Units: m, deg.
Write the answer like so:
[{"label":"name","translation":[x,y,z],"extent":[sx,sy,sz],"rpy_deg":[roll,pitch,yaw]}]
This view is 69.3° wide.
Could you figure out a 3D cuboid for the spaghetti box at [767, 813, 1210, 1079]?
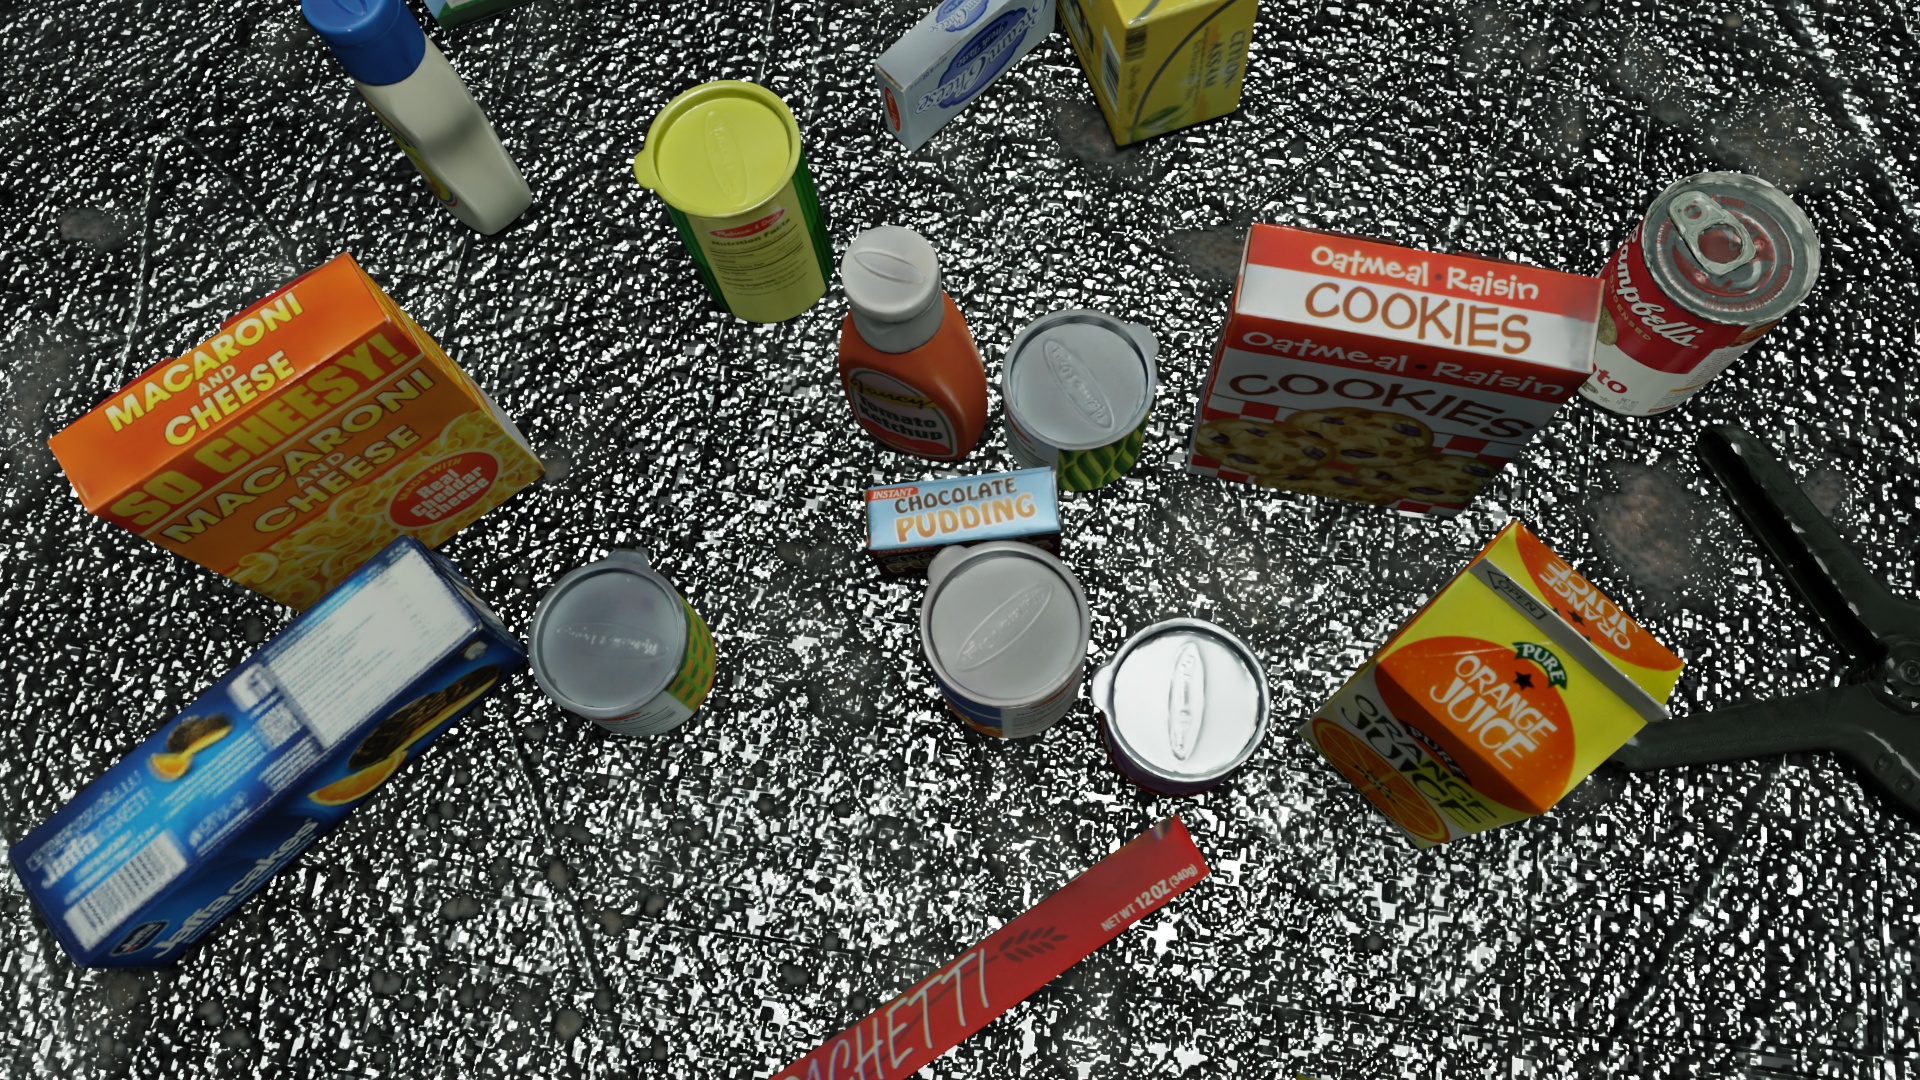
[{"label":"spaghetti box","translation":[-0.013,0.188,0.547],"extent":[0.250,0.050,0.029],"rpy_deg":[-32,74,-7]}]

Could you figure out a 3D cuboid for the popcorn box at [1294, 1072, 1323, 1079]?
[{"label":"popcorn box","translation":[0.185,0.236,0.503],"extent":[0.127,0.085,0.038],"rpy_deg":[18,75,8]}]

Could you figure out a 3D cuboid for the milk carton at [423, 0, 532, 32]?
[{"label":"milk carton","translation":[-0.256,-0.337,0.651],"extent":[0.073,0.190,0.072],"rpy_deg":[-22,73,-3]}]

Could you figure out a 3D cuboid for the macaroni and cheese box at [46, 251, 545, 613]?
[{"label":"macaroni and cheese box","translation":[-0.259,-0.034,0.569],"extent":[0.124,0.166,0.040],"rpy_deg":[-36,75,-8]}]

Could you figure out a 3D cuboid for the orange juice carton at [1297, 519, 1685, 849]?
[{"label":"orange juice carton","translation":[0.189,0.055,0.504],"extent":[0.073,0.192,0.072],"rpy_deg":[-43,76,-9]}]

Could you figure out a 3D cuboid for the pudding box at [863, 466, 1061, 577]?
[{"label":"pudding box","translation":[0.002,-0.008,0.608],"extent":[0.084,0.049,0.030],"rpy_deg":[-6,73,1]}]

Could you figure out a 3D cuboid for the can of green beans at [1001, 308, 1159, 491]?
[{"label":"can of green beans","translation":[0.052,-0.061,0.618],"extent":[0.071,0.057,0.071],"rpy_deg":[-1,73,3]}]

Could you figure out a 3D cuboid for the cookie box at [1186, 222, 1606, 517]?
[{"label":"cookie box","translation":[0.162,-0.062,0.555],"extent":[0.123,0.167,0.040],"rpy_deg":[10,74,6]}]

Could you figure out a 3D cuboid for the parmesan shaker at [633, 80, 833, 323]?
[{"label":"parmesan shaker","translation":[-0.100,-0.149,0.630],"extent":[0.071,0.103,0.071],"rpy_deg":[-1,73,3]}]

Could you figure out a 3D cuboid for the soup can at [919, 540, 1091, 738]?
[{"label":"soup can","translation":[0.018,0.041,0.574],"extent":[0.071,0.083,0.071],"rpy_deg":[-1,73,3]}]

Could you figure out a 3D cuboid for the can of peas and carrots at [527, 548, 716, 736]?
[{"label":"can of peas and carrots","translation":[-0.142,0.045,0.594],"extent":[0.071,0.058,0.071],"rpy_deg":[-1,73,3]}]

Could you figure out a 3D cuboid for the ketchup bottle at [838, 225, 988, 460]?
[{"label":"ketchup bottle","translation":[-0.022,-0.080,0.580],"extent":[0.065,0.148,0.043],"rpy_deg":[20,75,9]}]

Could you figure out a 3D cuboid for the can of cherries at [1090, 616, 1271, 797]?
[{"label":"can of cherries","translation":[0.088,0.069,0.575],"extent":[0.071,0.058,0.071],"rpy_deg":[-1,73,3]}]

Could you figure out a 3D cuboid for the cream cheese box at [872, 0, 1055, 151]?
[{"label":"cream cheese box","translation":[0.004,-0.242,0.680],"extent":[0.104,0.053,0.024],"rpy_deg":[-44,76,-10]}]

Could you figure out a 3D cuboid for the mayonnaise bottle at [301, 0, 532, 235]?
[{"label":"mayonnaise bottle","translation":[-0.245,-0.199,0.629],"extent":[0.041,0.147,0.065],"rpy_deg":[-43,76,-9]}]
